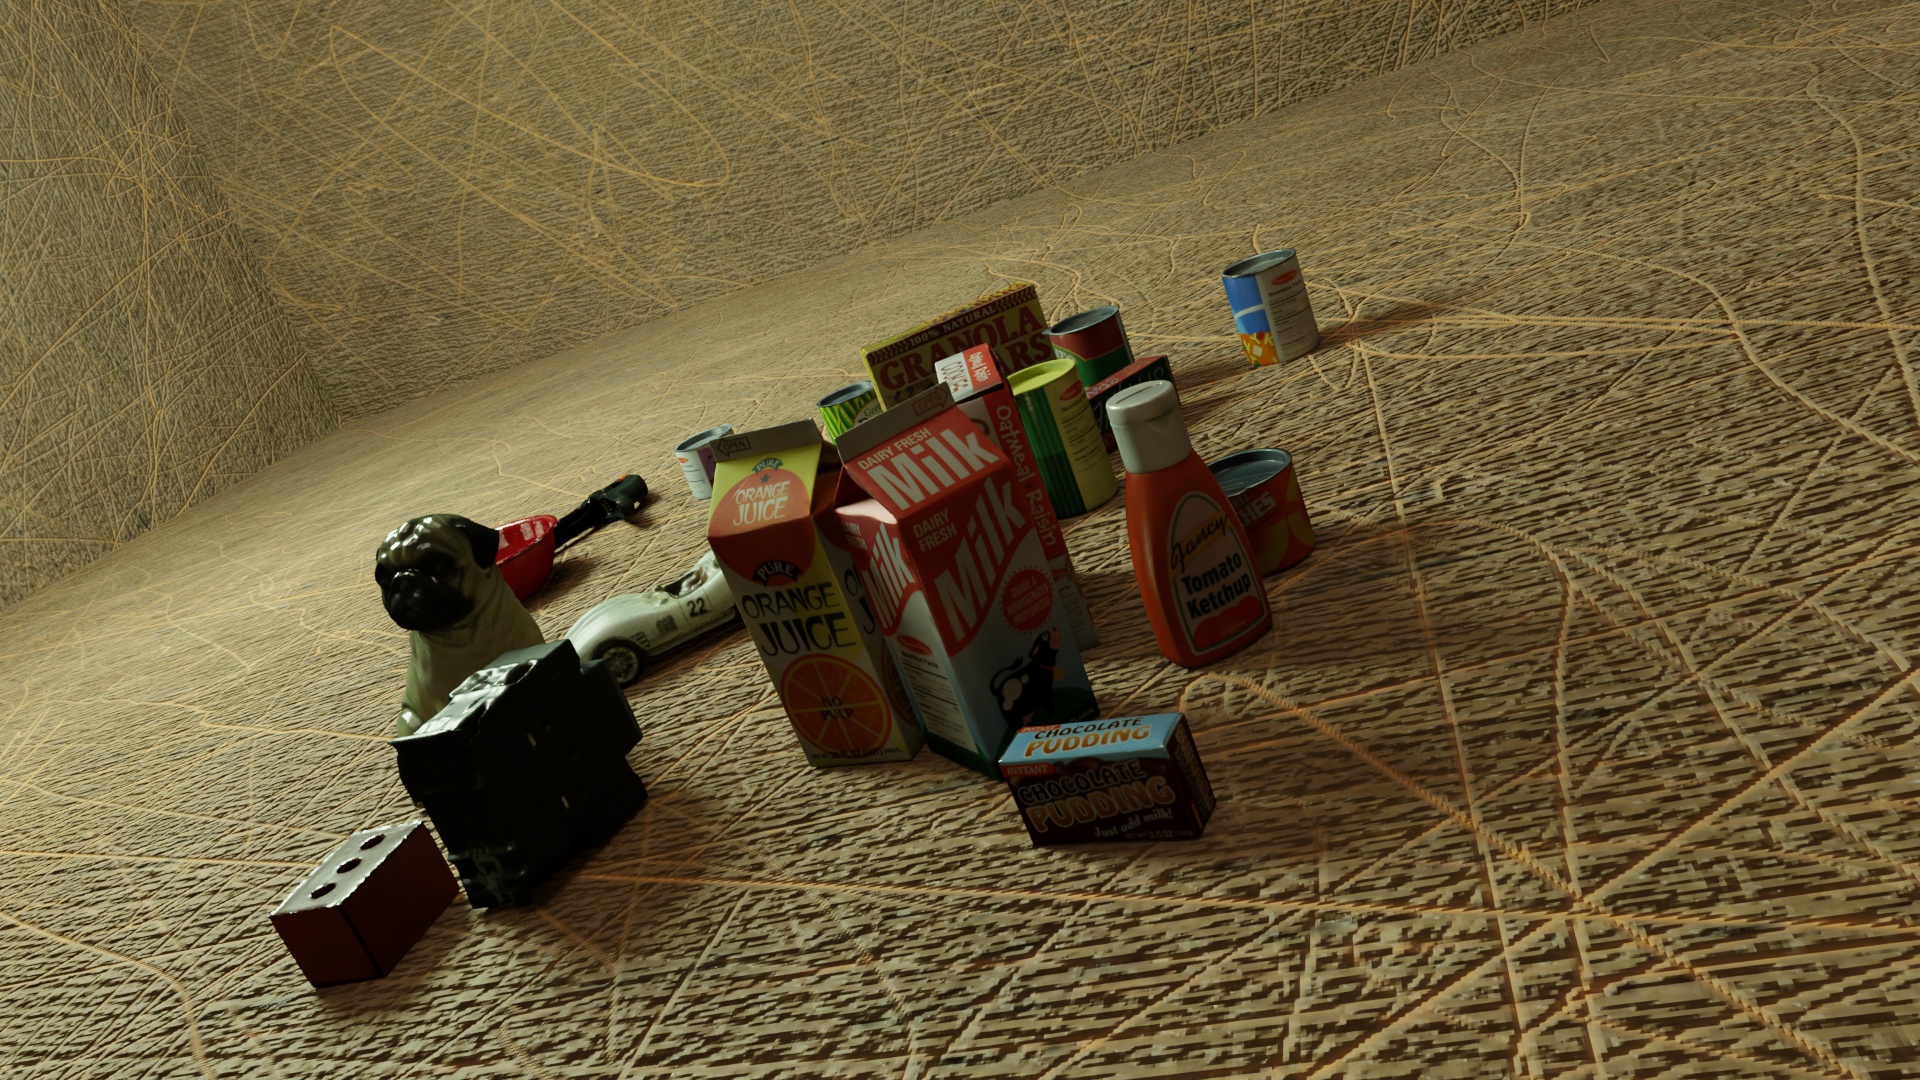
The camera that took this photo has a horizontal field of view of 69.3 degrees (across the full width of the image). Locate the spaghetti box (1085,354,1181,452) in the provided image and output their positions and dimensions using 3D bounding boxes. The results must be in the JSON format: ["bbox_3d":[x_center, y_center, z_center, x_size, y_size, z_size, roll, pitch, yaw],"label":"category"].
[{"bbox_3d":[0.081,-0.078,1.110,0.251,0.050,0.028,-32,21,-30],"label":"spaghetti box"}]

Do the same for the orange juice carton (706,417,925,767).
[{"bbox_3d":[-0.074,0.025,0.770,0.071,0.192,0.073,-10,21,30],"label":"orange juice carton"}]

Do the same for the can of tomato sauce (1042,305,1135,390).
[{"bbox_3d":[0.120,-0.158,1.240,0.071,0.083,0.071,-19,19,7],"label":"can of tomato sauce"}]

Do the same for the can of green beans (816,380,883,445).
[{"bbox_3d":[-0.107,-0.125,1.428,0.071,0.057,0.071,-19,19,7],"label":"can of green beans"}]

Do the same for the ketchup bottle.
[{"bbox_3d":[0.116,-0.010,0.734,0.065,0.148,0.043,-26,19,-16],"label":"ketchup bottle"}]

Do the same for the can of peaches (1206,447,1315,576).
[{"bbox_3d":[0.172,-0.015,0.829,0.071,0.058,0.071,-19,19,7],"label":"can of peaches"}]

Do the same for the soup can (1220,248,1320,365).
[{"bbox_3d":[0.268,-0.202,1.205,0.071,0.083,0.071,-19,19,7],"label":"soup can"}]

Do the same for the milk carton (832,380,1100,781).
[{"bbox_3d":[-0.003,0.019,0.714,0.072,0.190,0.073,-30,20,-25],"label":"milk carton"}]

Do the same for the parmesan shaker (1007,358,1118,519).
[{"bbox_3d":[0.069,-0.073,1.029,0.071,0.102,0.071,-19,19,7],"label":"parmesan shaker"}]

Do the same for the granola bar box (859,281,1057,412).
[{"bbox_3d":[0.007,-0.147,1.266,0.166,0.124,0.039,-24,19,-8],"label":"granola bar box"}]

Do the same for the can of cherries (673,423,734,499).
[{"bbox_3d":[-0.260,-0.084,1.475,0.071,0.058,0.072,-19,19,7],"label":"can of cherries"}]

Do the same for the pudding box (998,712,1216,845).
[{"bbox_3d":[0.065,0.107,0.620,0.083,0.049,0.030,-10,21,30],"label":"pudding box"}]

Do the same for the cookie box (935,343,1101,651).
[{"bbox_3d":[0.033,-0.026,0.837,0.040,0.167,0.123,-20,18,3],"label":"cookie box"}]
